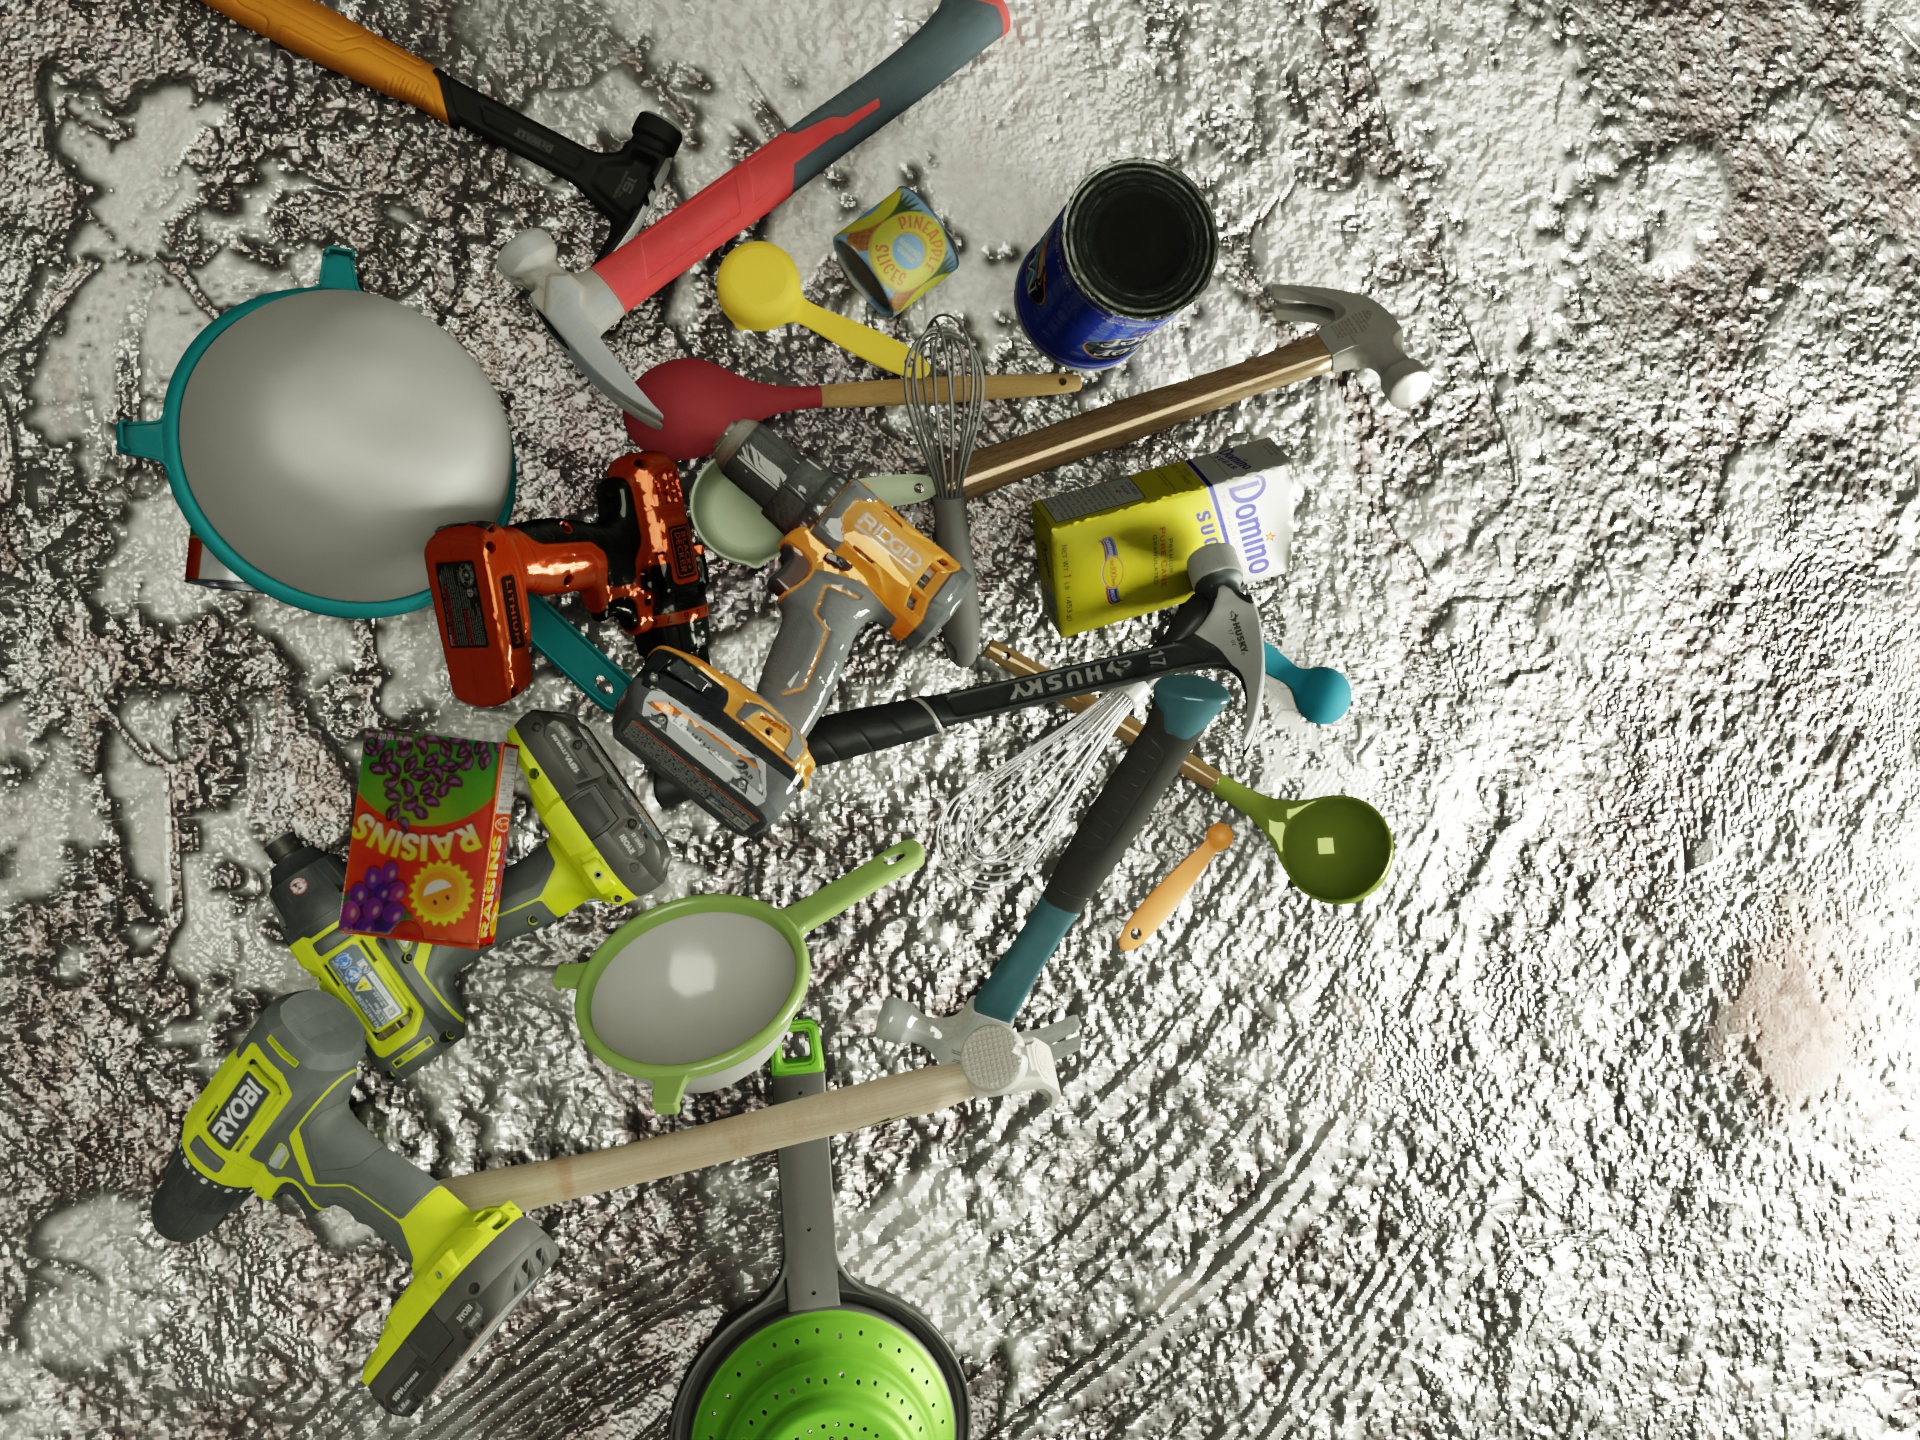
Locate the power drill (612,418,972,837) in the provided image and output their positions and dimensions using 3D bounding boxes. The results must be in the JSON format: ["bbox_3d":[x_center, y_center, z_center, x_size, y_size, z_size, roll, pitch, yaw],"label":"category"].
[{"bbox_3d":[-0.121,-0.066,0.983,0.185,0.084,0.226,40,64,-8],"label":"power drill"}]

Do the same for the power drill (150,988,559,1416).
[{"bbox_3d":[-0.375,0.300,0.959,0.228,0.080,0.190,41,107,6],"label":"power drill"}]

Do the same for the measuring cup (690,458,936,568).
[{"bbox_3d":[-0.098,-0.147,1.069,0.167,0.038,0.083,-8,91,-12],"label":"measuring cup"}]

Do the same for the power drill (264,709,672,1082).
[{"bbox_3d":[-0.313,0.096,1.008,0.223,0.080,0.171,-35,91,-6],"label":"power drill"}]

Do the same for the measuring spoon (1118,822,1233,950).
[{"bbox_3d":[0.152,0.118,1.121,0.021,0.011,0.117,43,82,-7],"label":"measuring spoon"}]

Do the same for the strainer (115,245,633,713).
[{"bbox_3d":[-0.314,-0.130,0.973,0.340,0.095,0.211,45,59,-18],"label":"strainer"}]

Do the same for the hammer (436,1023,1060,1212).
[{"bbox_3d":[-0.140,0.263,0.996,0.410,0.146,0.038,-16,67,10],"label":"hammer"}]

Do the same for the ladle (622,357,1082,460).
[{"bbox_3d":[-0.069,-0.220,1.080,0.315,0.031,0.069,-6,87,-12],"label":"ladle"}]

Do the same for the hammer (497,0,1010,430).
[{"bbox_3d":[-0.104,-0.353,1.044,0.386,0.038,0.143,-41,94,-15],"label":"hammer"}]

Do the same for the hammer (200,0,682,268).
[{"bbox_3d":[-0.358,-0.406,1.027,0.336,0.034,0.127,26,84,-9],"label":"hammer"}]

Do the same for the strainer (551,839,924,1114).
[{"bbox_3d":[-0.125,0.163,1.045,0.256,0.152,0.069,-30,133,-26],"label":"strainer"}]

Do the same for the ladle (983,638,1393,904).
[{"bbox_3d":[0.158,0.028,1.102,0.320,0.062,0.078,30,83,-6],"label":"ladle"}]

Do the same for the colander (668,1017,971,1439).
[{"bbox_3d":[-0.092,0.398,1.031,0.204,0.094,0.397,-4,90,-10],"label":"colander"}]

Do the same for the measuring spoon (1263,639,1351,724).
[{"bbox_3d":[0.226,-0.041,1.130,0.128,0.021,0.042,32,84,-9],"label":"measuring spoon"}]

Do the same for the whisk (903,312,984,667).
[{"bbox_3d":[-0.005,-0.146,1.049,0.055,0.055,0.238,-9,113,-10],"label":"whisk"}]

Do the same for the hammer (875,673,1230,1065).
[{"bbox_3d":[0.070,0.105,1.012,0.128,0.033,0.331,22,118,-14],"label":"hammer"}]

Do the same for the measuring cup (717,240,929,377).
[{"bbox_3d":[-0.091,-0.271,1.065,0.156,0.029,0.062,26,82,0],"label":"measuring cup"}]

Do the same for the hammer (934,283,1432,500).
[{"bbox_3d":[0.141,-0.217,1.091,0.331,0.031,0.130,-19,51,-1],"label":"hammer"}]

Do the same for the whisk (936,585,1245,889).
[{"bbox_3d":[0.091,0.001,1.062,0.070,0.070,0.284,46,80,-7],"label":"whisk"}]

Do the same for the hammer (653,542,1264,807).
[{"bbox_3d":[-0.002,-0.003,1.034,0.409,0.036,0.149,-14,61,4],"label":"hammer"}]
